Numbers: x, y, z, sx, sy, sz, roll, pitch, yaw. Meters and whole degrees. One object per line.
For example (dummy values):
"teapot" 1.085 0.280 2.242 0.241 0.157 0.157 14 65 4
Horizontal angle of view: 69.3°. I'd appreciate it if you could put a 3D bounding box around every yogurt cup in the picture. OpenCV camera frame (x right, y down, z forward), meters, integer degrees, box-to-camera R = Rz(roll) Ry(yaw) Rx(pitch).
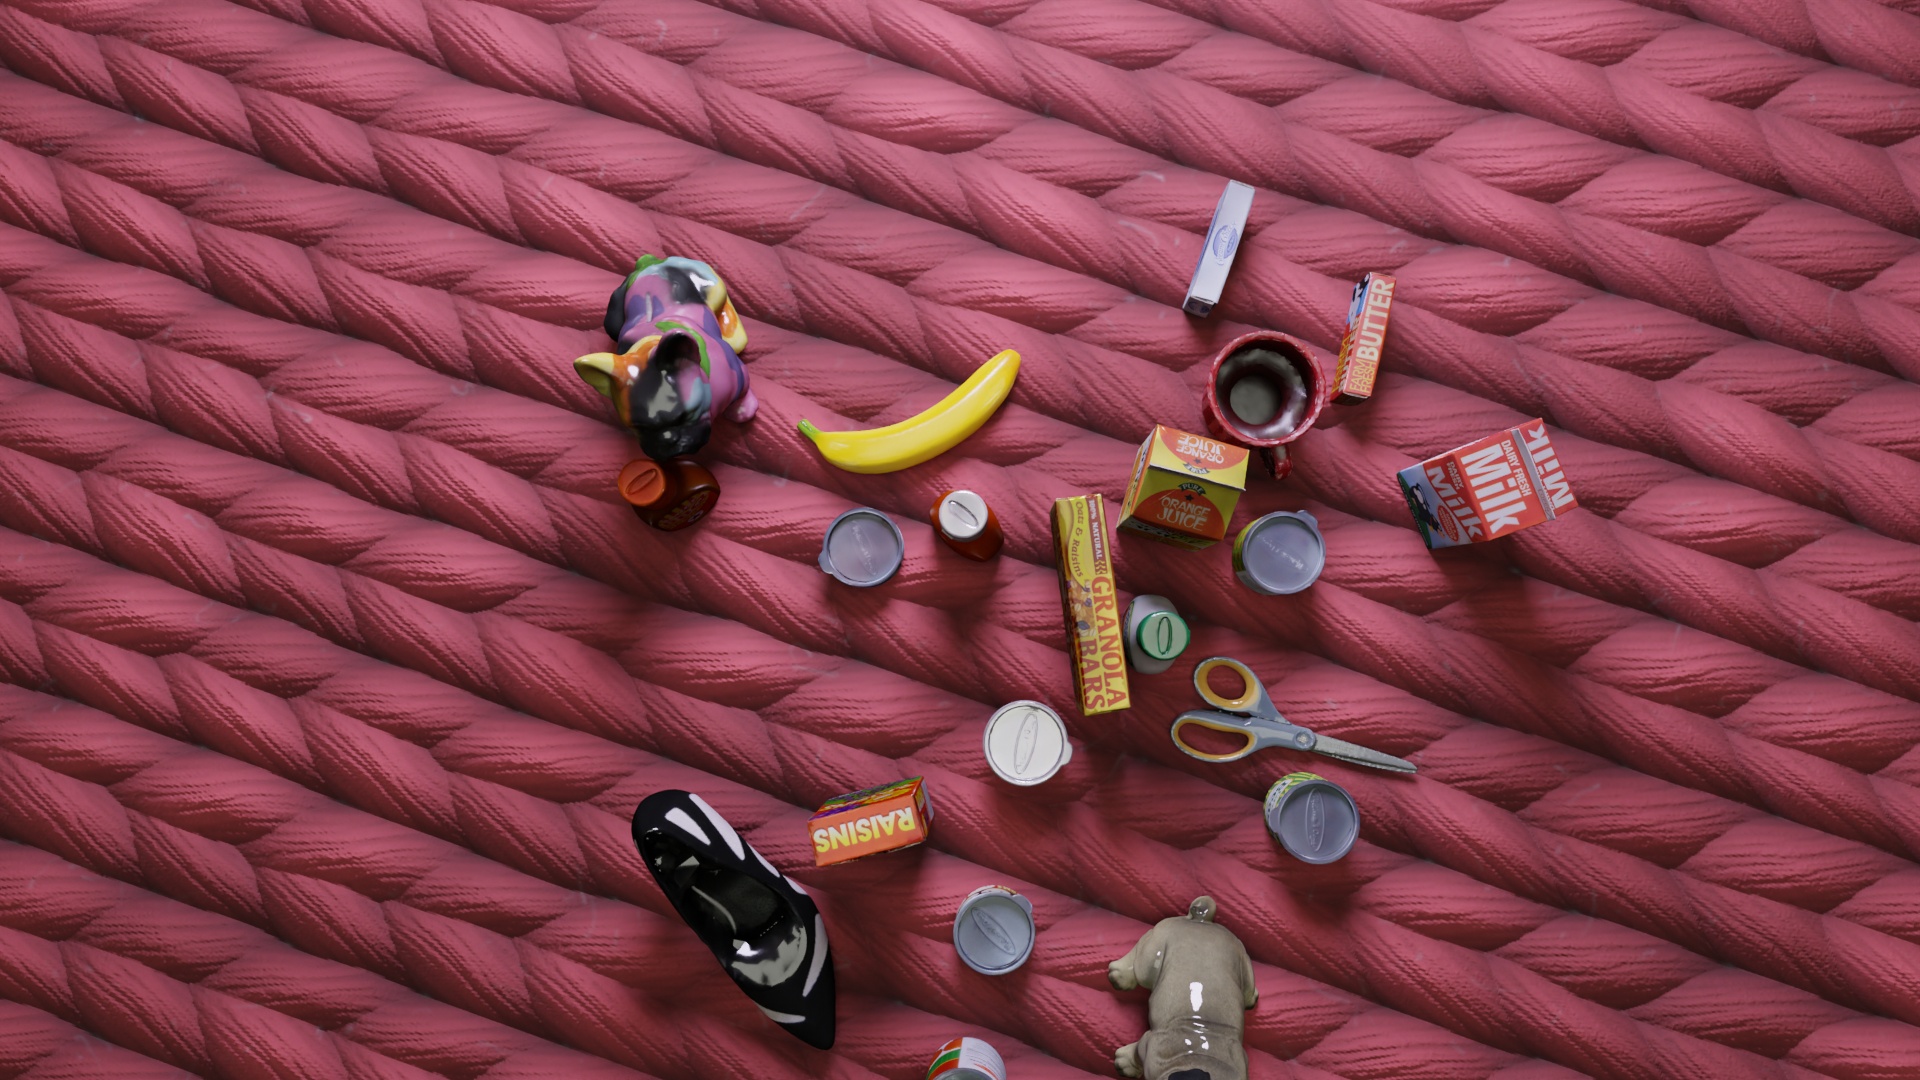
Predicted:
"yogurt cup" 0.053 0.163 1.129 0.072 0.054 0.072 0 86 2

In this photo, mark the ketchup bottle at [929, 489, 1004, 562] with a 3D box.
"ketchup bottle" 0.004 -0.014 1.096 0.065 0.148 0.043 40 88 4

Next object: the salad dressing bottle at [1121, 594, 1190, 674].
"salad dressing bottle" 0.152 0.074 1.086 0.044 0.147 0.064 3 86 2

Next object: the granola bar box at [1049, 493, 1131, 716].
"granola bar box" 0.102 0.051 1.101 0.039 0.124 0.165 -8 86 1

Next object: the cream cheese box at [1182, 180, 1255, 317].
"cream cheese box" 0.215 -0.241 1.155 0.024 0.053 0.104 19 87 3

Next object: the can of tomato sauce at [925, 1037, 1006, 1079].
"can of tomato sauce" 0.002 0.438 1.095 0.071 0.083 0.071 0 86 2

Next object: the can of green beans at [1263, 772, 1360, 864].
"can of green beans" 0.281 0.222 1.116 0.071 0.058 0.071 0 86 2

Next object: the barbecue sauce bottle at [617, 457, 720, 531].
"barbecue sauce bottle" -0.235 -0.039 1.105 0.065 0.148 0.043 -38 86 -1

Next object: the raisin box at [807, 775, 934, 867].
"raisin box" -0.069 0.220 1.093 0.086 0.123 0.040 -14 86 1

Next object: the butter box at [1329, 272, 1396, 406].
"butter box" 0.332 -0.164 1.146 0.024 0.053 0.103 13 86 3

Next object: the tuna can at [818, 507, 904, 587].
"tuna can" -0.082 0.008 1.155 0.071 0.033 0.071 0 86 2

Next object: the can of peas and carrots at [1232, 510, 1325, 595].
"can of peas and carrots" 0.259 0.009 1.132 0.071 0.058 0.071 0 86 2

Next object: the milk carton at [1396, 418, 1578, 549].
"milk carton" 0.406 -0.042 1.066 0.073 0.190 0.072 -22 86 0

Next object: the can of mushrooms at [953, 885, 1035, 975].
"can of mushrooms" 0.029 0.314 1.129 0.071 0.033 0.071 0 86 2

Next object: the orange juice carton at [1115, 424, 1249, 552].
"orange juice carton" 0.170 -0.039 1.071 0.072 0.192 0.073 17 87 3
